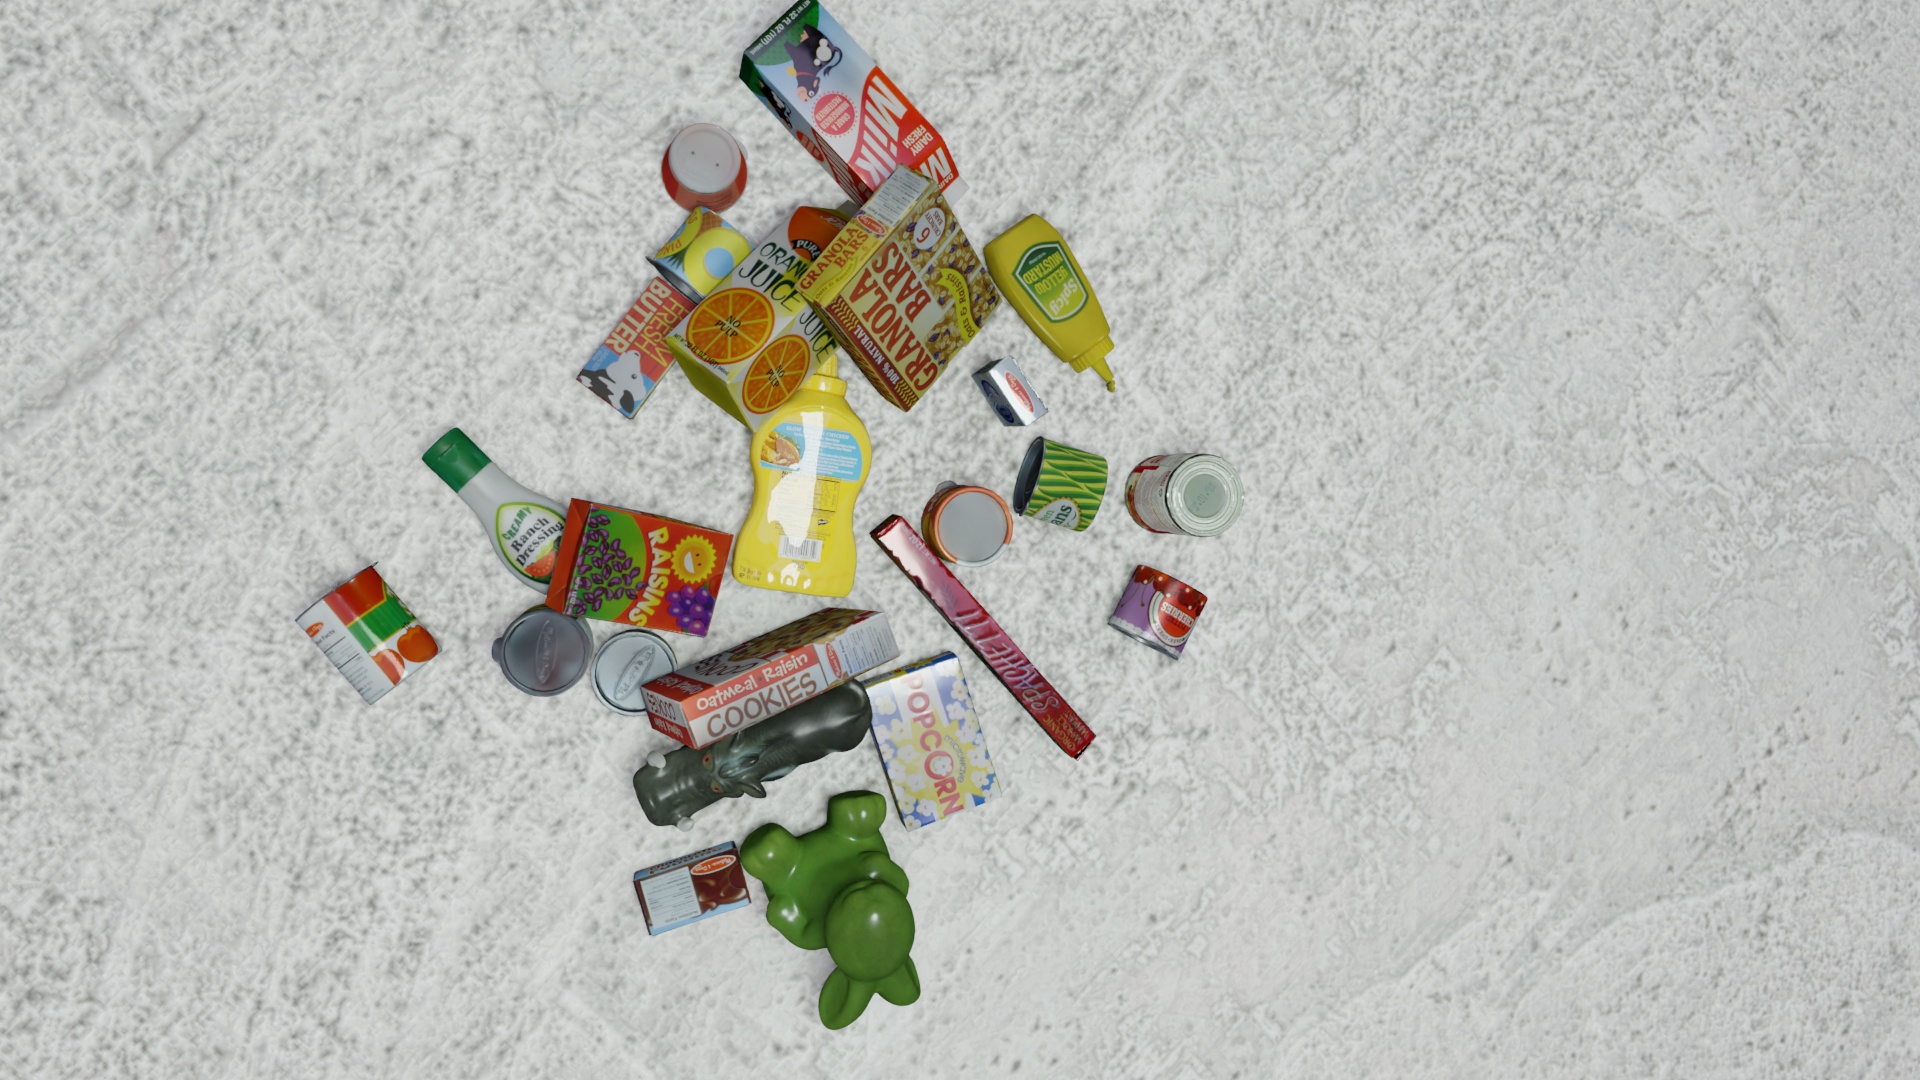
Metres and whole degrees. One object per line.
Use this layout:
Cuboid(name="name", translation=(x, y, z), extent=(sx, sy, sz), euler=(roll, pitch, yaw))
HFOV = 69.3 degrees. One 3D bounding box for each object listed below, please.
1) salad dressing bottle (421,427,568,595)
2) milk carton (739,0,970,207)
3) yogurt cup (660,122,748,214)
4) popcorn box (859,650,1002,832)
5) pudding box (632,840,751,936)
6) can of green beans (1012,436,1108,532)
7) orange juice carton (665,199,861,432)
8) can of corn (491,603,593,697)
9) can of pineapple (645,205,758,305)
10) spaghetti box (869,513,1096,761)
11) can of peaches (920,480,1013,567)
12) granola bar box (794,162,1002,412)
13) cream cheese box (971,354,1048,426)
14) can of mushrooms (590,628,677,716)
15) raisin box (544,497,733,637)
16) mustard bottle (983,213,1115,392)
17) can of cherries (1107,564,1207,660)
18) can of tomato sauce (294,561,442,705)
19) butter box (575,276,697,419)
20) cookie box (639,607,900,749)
Cuboid(name="salad dressing bottle", translation=(-0.344, -0.022, 1.062), extent=(0.064, 0.044, 0.147), euler=(-45, 99, -7))
Cuboid(name="milk carton", translation=(-0.081, -0.324, 1.089), extent=(0.190, 0.073, 0.072), euler=(45, 84, -10))
Cuboid(name="yogurt cup", translation=(-0.198, -0.290, 1.077), extent=(0.072, 0.054, 0.072), euler=(-1, 93, -11))
Cuboid(name="popcorn box", translation=(-0.026, 0.163, 1.136), extent=(0.085, 0.038, 0.126), euler=(-19, 96, -11))
Cuboid(name="pudding box", translation=(-0.213, 0.277, 1.107), extent=(0.084, 0.030, 0.049), euler=(-16, 94, -11))
Cuboid(name="can of green beans", translation=(0.082, -0.045, 1.137), extent=(0.058, 0.071, 0.071), euler=(17, 89, -12))
Cuboid(name="orange juice carton", translation=(-0.126, -0.184, 1.067), extent=(0.072, 0.072, 0.193), euler=(36, 75, 24))
Cuboid(name="can of corn", translation=(-0.318, 0.082, 1.063), extent=(0.071, 0.058, 0.071), euler=(-1, 93, -11))
Cuboid(name="can of pineapple", translation=(-0.197, -0.217, 1.073), extent=(0.071, 0.071, 0.058), euler=(39, 84, -10))
Cuboid(name="spaghetti box", translation=(0.019, 0.079, 1.137), extent=(0.029, 0.050, 0.250), euler=(-42, 100, -6))
Cuboid(name="can of peaches", translation=(0.004, -0.014, 1.126), extent=(0.071, 0.058, 0.071), euler=(-1, 93, -11))
Cuboid(name="granola bar box", translation=(-0.042, -0.188, 1.063), extent=(0.039, 0.165, 0.124), euler=(37, 84, 30))
Cuboid(name="cream cheese box", translation=(0.038, -0.118, 1.106), extent=(0.024, 0.104, 0.053), euler=(-34, 98, -3))
Cuboid(name="can of mushrooms", translation=(-0.254, 0.104, 1.090), extent=(0.071, 0.033, 0.071), euler=(0, 92, -12))
Cuboid(name="raisin box", translation=(-0.243, 0.022, 1.061), extent=(0.123, 0.040, 0.086), euler=(15, 88, -40))
Cuboid(name="mustard bottle", translation=(0.085, -0.189, 1.140), extent=(0.065, 0.049, 0.160), euler=(-38, 99, -6))
Cuboid(name="can of cherries", translation=(0.166, 0.060, 1.155), extent=(0.071, 0.071, 0.058), euler=(29, 86, -11))
Cuboid(name="can of tomato sauce", translation=(-0.438, 0.069, 1.036), extent=(0.071, 0.071, 0.083), euler=(-38, 100, -8))
Cuboid(name="butter box", translation=(-0.248, -0.151, 1.087), extent=(0.053, 0.024, 0.103), euler=(37, 85, -11))
Cuboid(name="cookie box", translation=(-0.146, 0.101, 1.048), extent=(0.168, 0.123, 0.040), euler=(-23, 99, -24))
